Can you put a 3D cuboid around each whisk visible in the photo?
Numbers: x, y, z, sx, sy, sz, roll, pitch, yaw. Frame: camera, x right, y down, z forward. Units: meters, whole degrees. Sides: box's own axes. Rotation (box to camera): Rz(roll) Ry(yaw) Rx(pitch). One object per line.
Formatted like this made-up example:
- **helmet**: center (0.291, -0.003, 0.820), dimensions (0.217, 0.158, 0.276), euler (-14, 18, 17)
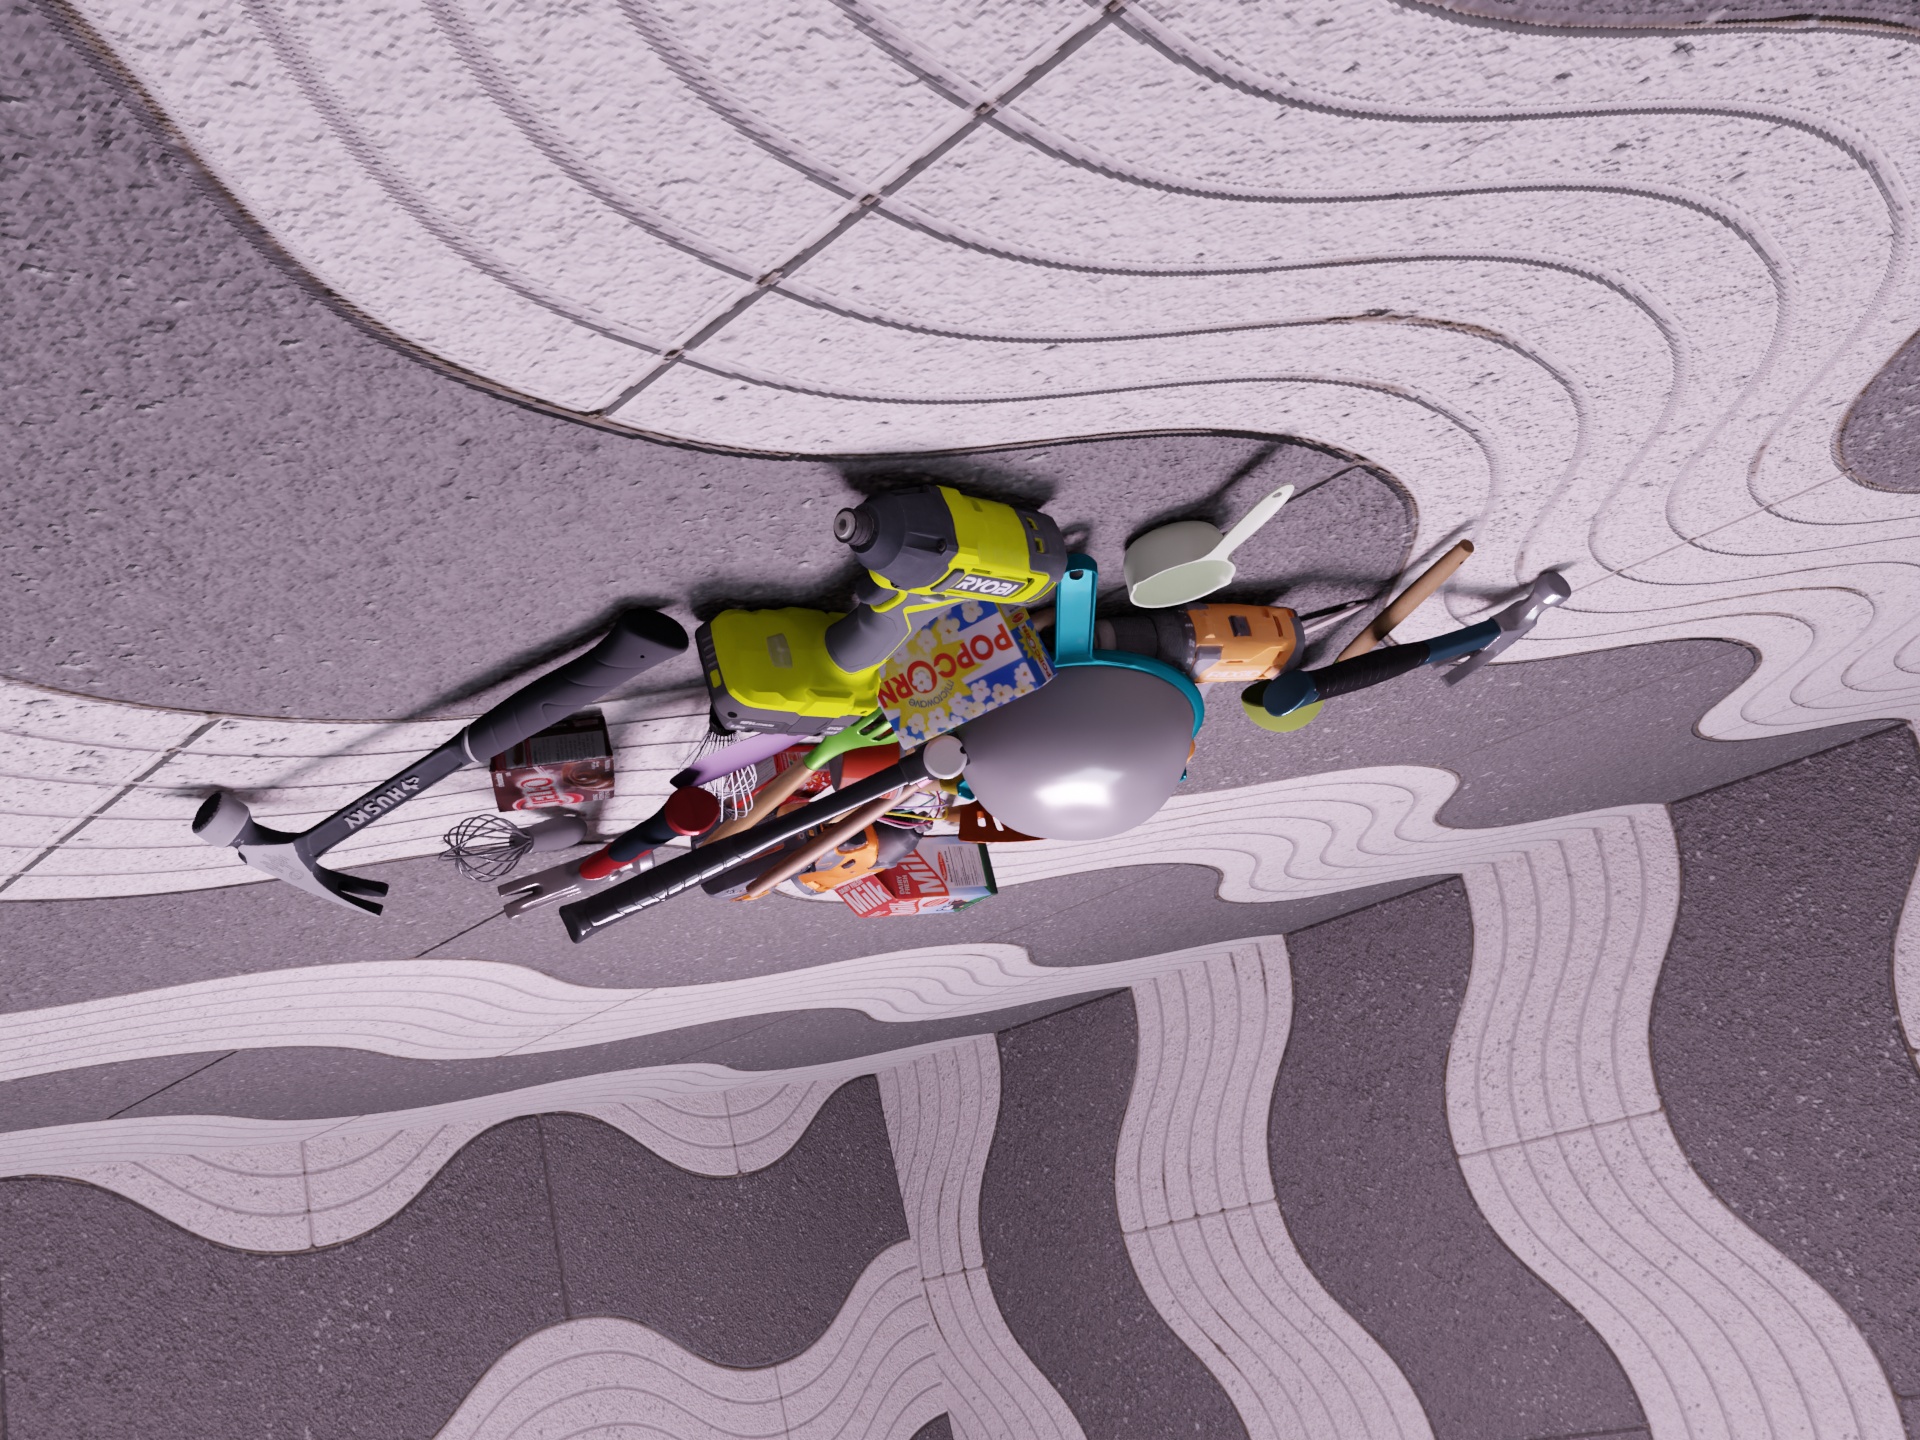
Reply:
- **whisk**: center (-0.356, 0.096, 1.301), dimensions (0.055, 0.055, 0.239), euler (-17, 178, 9)
- **whisk**: center (-0.083, 0.081, 1.470), dimensions (0.051, 0.047, 0.245), euler (-28, 167, 30)
- **whisk**: center (-0.184, 0.014, 1.224), dimensions (0.070, 0.070, 0.284), euler (-9, 158, -15)

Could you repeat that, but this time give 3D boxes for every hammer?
- **hammer**: center (-0.151, 0.089, 1.218), dimensions (0.335, 0.035, 0.146), euler (-25, -179, -2)
- **hammer**: center (-0.286, 0.109, 1.314), dimensions (0.143, 0.038, 0.386), euler (-19, 176, -26)
- **hammer**: center (0.380, -0.054, 1.348), dimensions (0.331, 0.033, 0.128), euler (-15, 156, -36)
- **hammer**: center (-0.349, 0.028, 1.108), dimensions (0.409, 0.036, 0.149), euler (-27, 131, 25)

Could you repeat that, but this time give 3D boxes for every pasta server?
- **pasta server**: center (-0.056, 0.074, 1.391), dimensions (0.316, 0.040, 0.060), euler (-34, 166, 11)

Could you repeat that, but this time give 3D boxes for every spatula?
- **spatula**: center (-0.071, -0.016, 1.189), dimensions (0.316, 0.018, 0.059), euler (-24, 164, -1)
- **spatula**: center (0.013, 0.097, 1.527), dimensions (0.081, 0.041, 0.322), euler (-1, 176, -10)

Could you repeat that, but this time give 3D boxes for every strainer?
- **strainer**: center (0.089, 0.006, 1.196), dimensions (0.211, 0.095, 0.340), euler (-4, 151, 1)

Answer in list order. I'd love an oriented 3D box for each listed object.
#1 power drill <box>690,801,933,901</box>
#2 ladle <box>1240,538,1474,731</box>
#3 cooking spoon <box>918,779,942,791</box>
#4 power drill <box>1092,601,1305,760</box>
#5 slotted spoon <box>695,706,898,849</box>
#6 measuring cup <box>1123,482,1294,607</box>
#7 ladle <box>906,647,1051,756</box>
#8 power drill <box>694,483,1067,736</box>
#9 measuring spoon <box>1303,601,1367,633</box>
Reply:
- **power drill**: center (-0.136, 0.119, 1.546), dimensions (0.164, 0.084, 0.226), euler (-22, 165, 24)
- **ladle**: center (0.338, -0.075, 1.369), dimensions (0.078, 0.062, 0.320), euler (-21, 163, -28)
- **cooking spoon**: center (0.024, 0.058, 1.553), dimensions (0.069, 0.017, 0.318), euler (-27, 163, 37)
- **power drill**: center (0.153, -0.026, 1.321), dimensions (0.185, 0.084, 0.226), euler (-2, 155, -24)
- **slotted spoon**: center (-0.136, 0.048, 1.319), dimensions (0.070, 0.031, 0.313), euler (33, 132, -22)
- **measuring cup**: center (0.170, -0.130, 1.079), dimensions (0.083, 0.038, 0.167), euler (-4, 158, -29)
- **ladle**: center (-0.002, -0.004, 1.351), dimensions (0.069, 0.031, 0.315), euler (-9, 164, -25)
- **power drill**: center (-0.064, -0.073, 1.017), dimensions (0.171, 0.080, 0.223), euler (4, 152, -46)
- **measuring spoon**: center (0.288, -0.081, 1.363), dimensions (0.124, 0.018, 0.034), euler (-22, 169, 3)
